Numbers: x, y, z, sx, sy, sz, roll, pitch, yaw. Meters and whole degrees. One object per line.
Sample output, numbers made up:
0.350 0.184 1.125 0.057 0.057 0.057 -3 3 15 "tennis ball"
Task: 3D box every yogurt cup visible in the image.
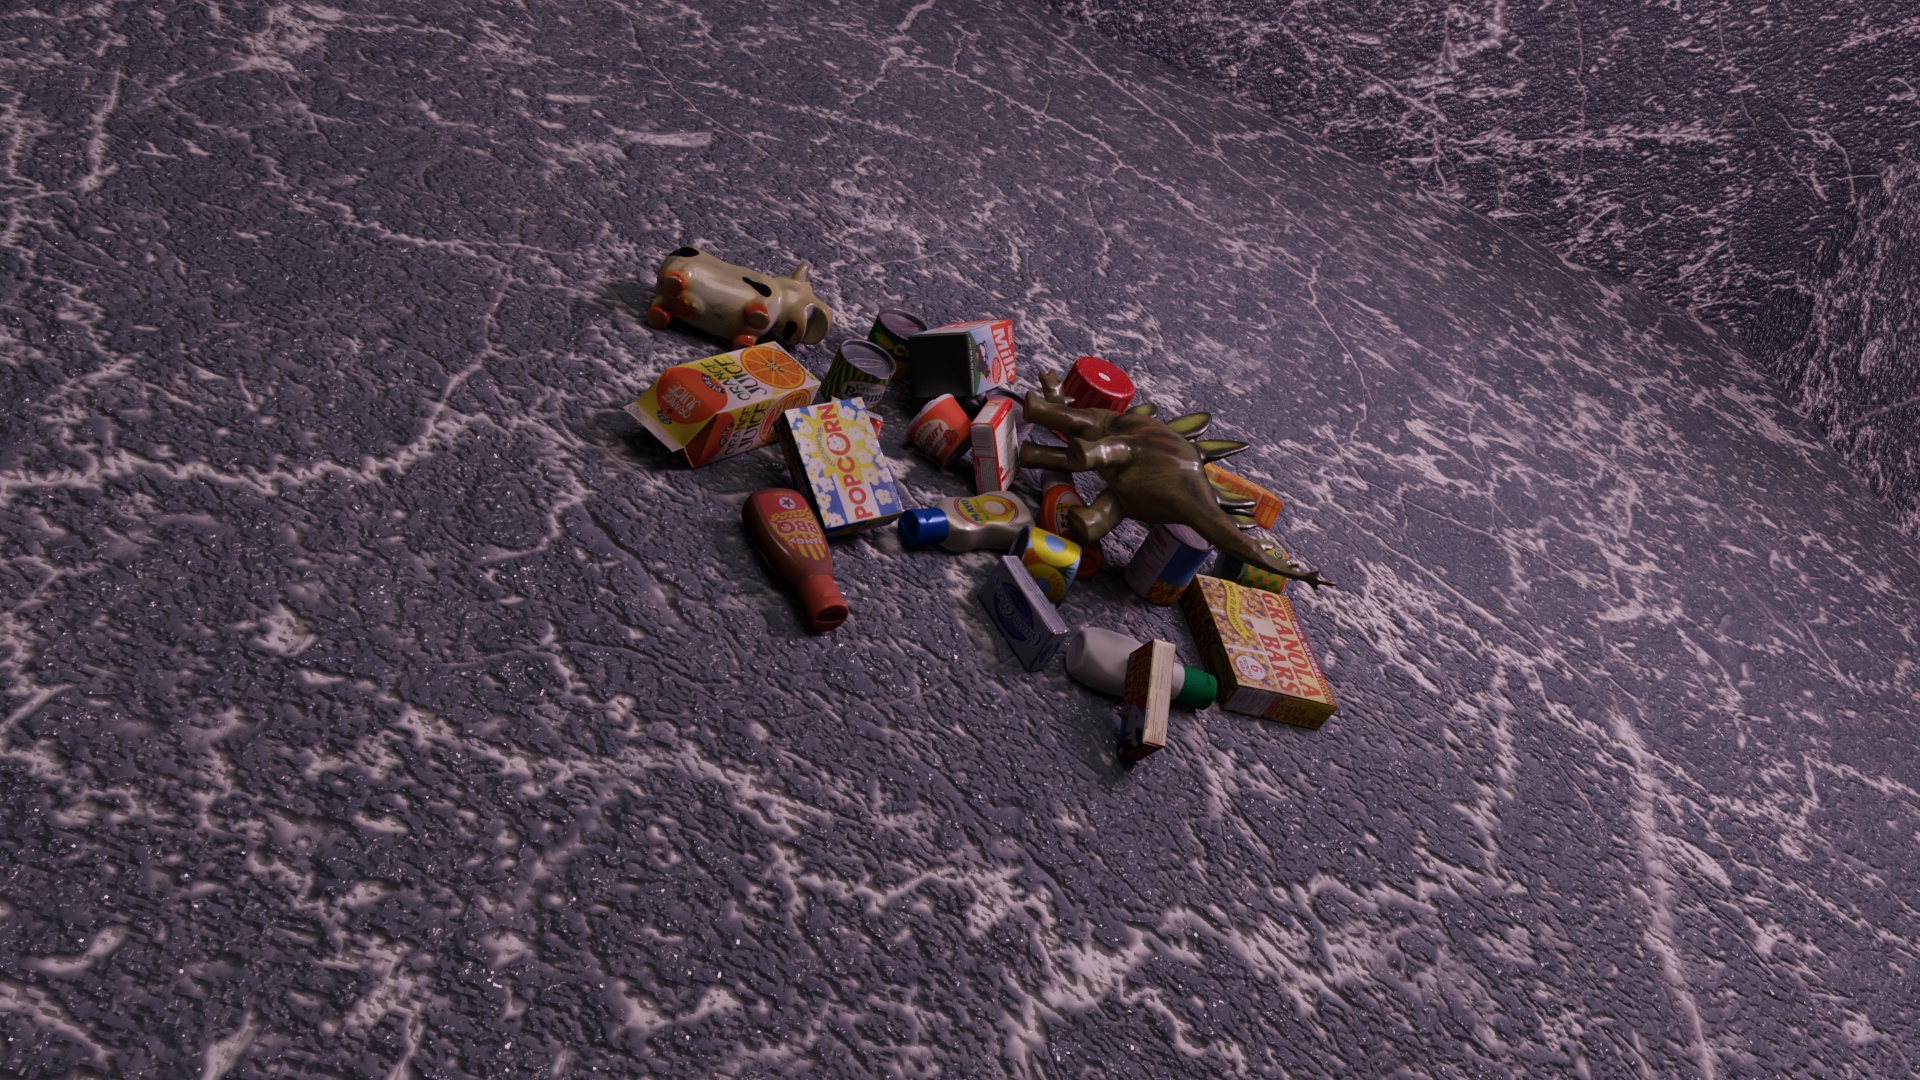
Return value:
-0.017 -0.116 1.497 0.054 0.072 0.073 47 37 11 "yogurt cup"

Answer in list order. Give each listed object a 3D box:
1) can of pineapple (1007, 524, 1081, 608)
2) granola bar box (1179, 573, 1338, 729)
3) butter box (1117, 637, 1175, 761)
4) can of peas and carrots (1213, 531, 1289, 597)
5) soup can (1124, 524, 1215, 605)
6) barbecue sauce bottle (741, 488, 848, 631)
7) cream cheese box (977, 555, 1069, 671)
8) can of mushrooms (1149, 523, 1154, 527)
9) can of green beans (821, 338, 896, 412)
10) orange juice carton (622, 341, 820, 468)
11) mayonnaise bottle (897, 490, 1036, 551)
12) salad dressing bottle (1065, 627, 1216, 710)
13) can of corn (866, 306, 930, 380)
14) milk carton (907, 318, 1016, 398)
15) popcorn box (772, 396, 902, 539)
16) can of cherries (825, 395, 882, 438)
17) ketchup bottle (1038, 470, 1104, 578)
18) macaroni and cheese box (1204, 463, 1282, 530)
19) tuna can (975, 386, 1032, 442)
0.080 0.025 1.379 0.058 0.070 0.071 21 34 -11 "can of pineapple"
0.310 0.114 1.453 0.124 0.038 0.166 14 37 -21 "granola bar box"
0.170 0.145 1.265 0.024 0.053 0.104 18 61 -14 "butter box"
0.324 0.030 1.545 0.059 0.070 0.071 18 35 -17 "can of peas and carrots"
0.224 0.018 1.477 0.071 0.083 0.072 20 35 -14 "soup can"
-0.144 0.017 1.246 0.065 0.043 0.149 1 43 -36 "barbecue sauce bottle"
0.059 0.068 1.318 0.024 0.053 0.104 0 44 -39 "cream cheese box"
0.250 -0.029 1.602 0.071 0.033 0.071 19 36 -14 "can of mushrooms"
-0.111 -0.178 1.511 0.071 0.057 0.071 20 35 -14 "can of green beans"
-0.232 -0.129 1.347 0.072 0.072 0.193 42 36 17 "orange juice carton"
0.005 -0.018 1.402 0.148 0.041 0.065 -5 48 -41 "mayonnaise bottle"
0.175 0.127 1.336 0.148 0.043 0.064 19 40 -17 "salad dressing bottle"
-0.074 -0.225 1.600 0.071 0.058 0.071 20 35 -14 "can of corn"
0.012 -0.212 1.595 0.073 0.072 0.191 0 15 22 "milk carton"
-0.117 -0.069 1.329 0.085 0.038 0.127 -14 76 -29 "popcorn box"
-0.118 -0.103 1.407 0.058 0.071 0.072 21 34 -13 "can of cherries"
0.112 -0.023 1.486 0.065 0.043 0.149 16 35 -18 "ketchup bottle"
0.285 -0.073 1.639 0.166 0.040 0.124 24 10 -8 "macaroni and cheese box"
0.051 -0.146 1.611 0.071 0.032 0.071 20 35 -14 "tuna can"
